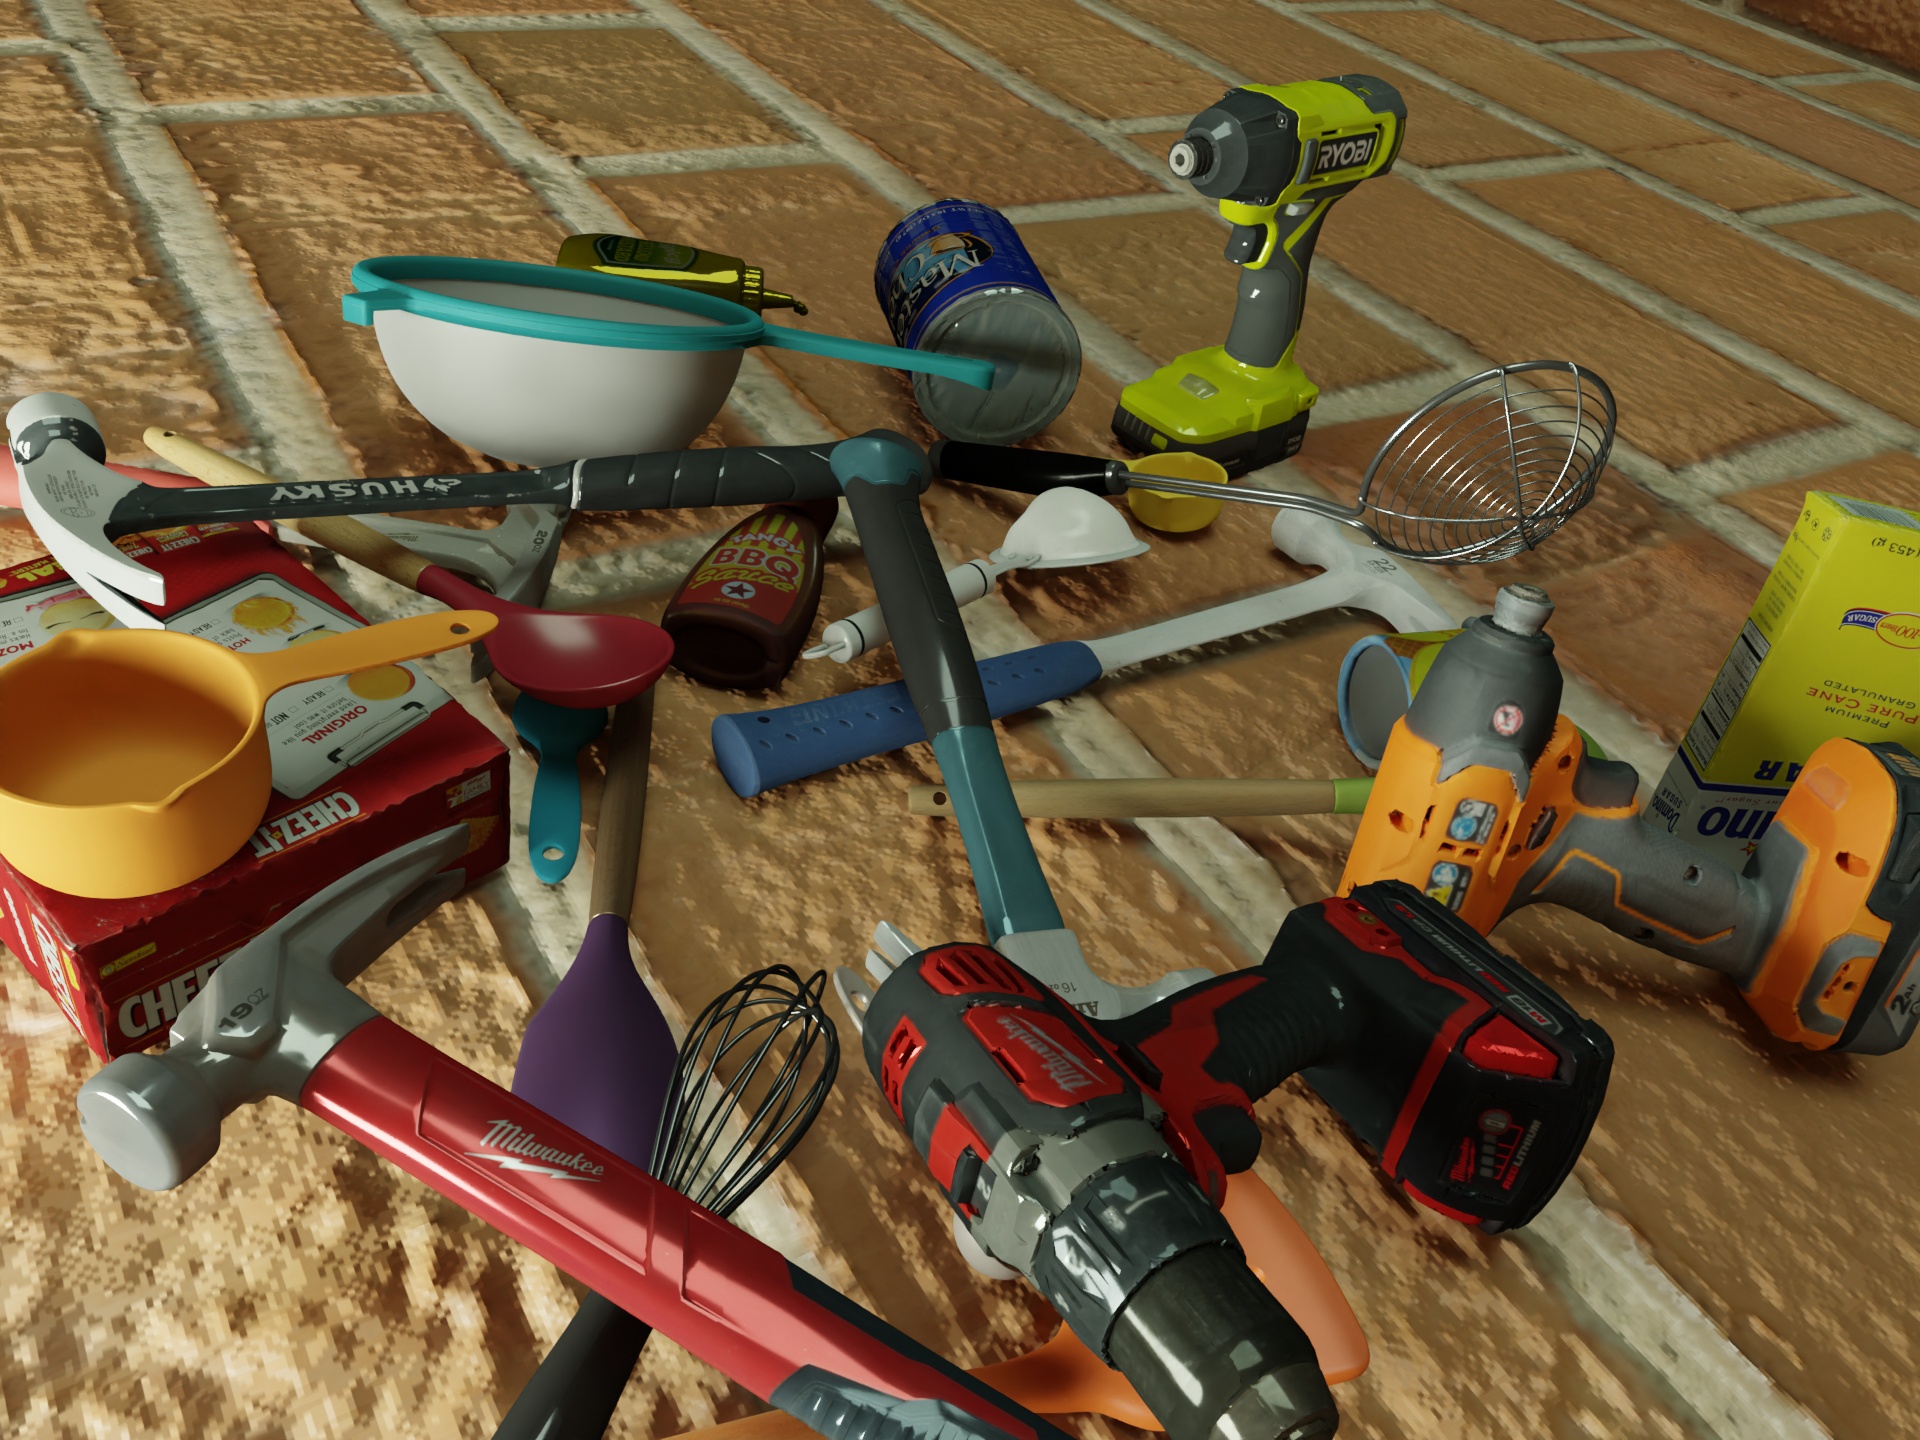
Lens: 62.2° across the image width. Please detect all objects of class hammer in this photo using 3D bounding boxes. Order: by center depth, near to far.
[{"bbox_3d":[-0.043,0.158,0.443,0.386,0.038,0.143,27,38,13],"label":"hammer"},{"bbox_3d":[-0.001,-0.002,0.681,0.128,0.033,0.331,-4,52,-20],"label":"hammer"},{"bbox_3d":[-0.190,-0.105,0.722,0.408,0.036,0.149,-9,42,-33],"label":"hammer"},{"bbox_3d":[-0.379,-0.099,0.766,0.359,0.036,0.149,9,38,-2],"label":"hammer"},{"bbox_3d":[0.074,-0.029,0.781,0.405,0.035,0.144,-16,45,-30],"label":"hammer"}]

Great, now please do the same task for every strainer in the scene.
[{"bbox_3d":[0.014,-0.076,0.802,0.087,0.050,0.258,8,26,40],"label":"strainer"},{"bbox_3d":[-0.153,-0.178,0.866,0.340,0.095,0.211,6,20,-13],"label":"strainer"}]

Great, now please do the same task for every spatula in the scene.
[{"bbox_3d":[-0.030,0.194,0.451,0.322,0.041,0.081,-2,39,-29],"label":"spatula"},{"bbox_3d":[-0.135,0.063,0.631,0.059,0.018,0.316,6,39,-11],"label":"spatula"}]

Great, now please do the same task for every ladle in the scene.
[{"bbox_3d":[0.137,0.035,0.711,0.320,0.062,0.078,0,83,-1],"label":"ladle"},{"bbox_3d":[-0.259,-0.074,0.714,0.315,0.031,0.069,26,37,21],"label":"ladle"}]

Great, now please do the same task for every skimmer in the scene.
[{"bbox_3d":[0.148,-0.145,0.842,0.363,0.127,0.090,13,68,32],"label":"skimmer"}]

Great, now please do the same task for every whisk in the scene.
[{"bbox_3d":[-0.095,0.165,0.487,0.055,0.055,0.239,18,43,10],"label":"whisk"}]

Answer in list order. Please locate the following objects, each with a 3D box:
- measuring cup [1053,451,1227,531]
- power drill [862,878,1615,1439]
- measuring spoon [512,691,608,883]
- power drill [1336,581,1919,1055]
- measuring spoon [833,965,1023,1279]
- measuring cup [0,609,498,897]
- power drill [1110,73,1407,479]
[{"bbox_3d":[0.079,-0.138,0.937,0.156,0.029,0.062,9,36,18],"label":"measuring cup"},{"bbox_3d":[0.102,0.131,0.497,0.226,0.080,0.188,-3,30,-33],"label":"power drill"},{"bbox_3d":[-0.171,0.018,0.674,0.042,0.021,0.129,0,38,-12],"label":"measuring spoon"},{"bbox_3d":[0.279,0.040,0.637,0.226,0.164,0.084,12,22,-2],"label":"power drill"},{"bbox_3d":[-0.014,0.137,0.544,0.034,0.018,0.124,8,40,-55],"label":"measuring spoon"},{"bbox_3d":[-0.239,0.004,0.542,0.173,0.052,0.095,-20,49,-35],"label":"measuring cup"},{"bbox_3d":[0.167,-0.259,0.940,0.171,0.223,0.080,-23,49,-36],"label":"power drill"}]
